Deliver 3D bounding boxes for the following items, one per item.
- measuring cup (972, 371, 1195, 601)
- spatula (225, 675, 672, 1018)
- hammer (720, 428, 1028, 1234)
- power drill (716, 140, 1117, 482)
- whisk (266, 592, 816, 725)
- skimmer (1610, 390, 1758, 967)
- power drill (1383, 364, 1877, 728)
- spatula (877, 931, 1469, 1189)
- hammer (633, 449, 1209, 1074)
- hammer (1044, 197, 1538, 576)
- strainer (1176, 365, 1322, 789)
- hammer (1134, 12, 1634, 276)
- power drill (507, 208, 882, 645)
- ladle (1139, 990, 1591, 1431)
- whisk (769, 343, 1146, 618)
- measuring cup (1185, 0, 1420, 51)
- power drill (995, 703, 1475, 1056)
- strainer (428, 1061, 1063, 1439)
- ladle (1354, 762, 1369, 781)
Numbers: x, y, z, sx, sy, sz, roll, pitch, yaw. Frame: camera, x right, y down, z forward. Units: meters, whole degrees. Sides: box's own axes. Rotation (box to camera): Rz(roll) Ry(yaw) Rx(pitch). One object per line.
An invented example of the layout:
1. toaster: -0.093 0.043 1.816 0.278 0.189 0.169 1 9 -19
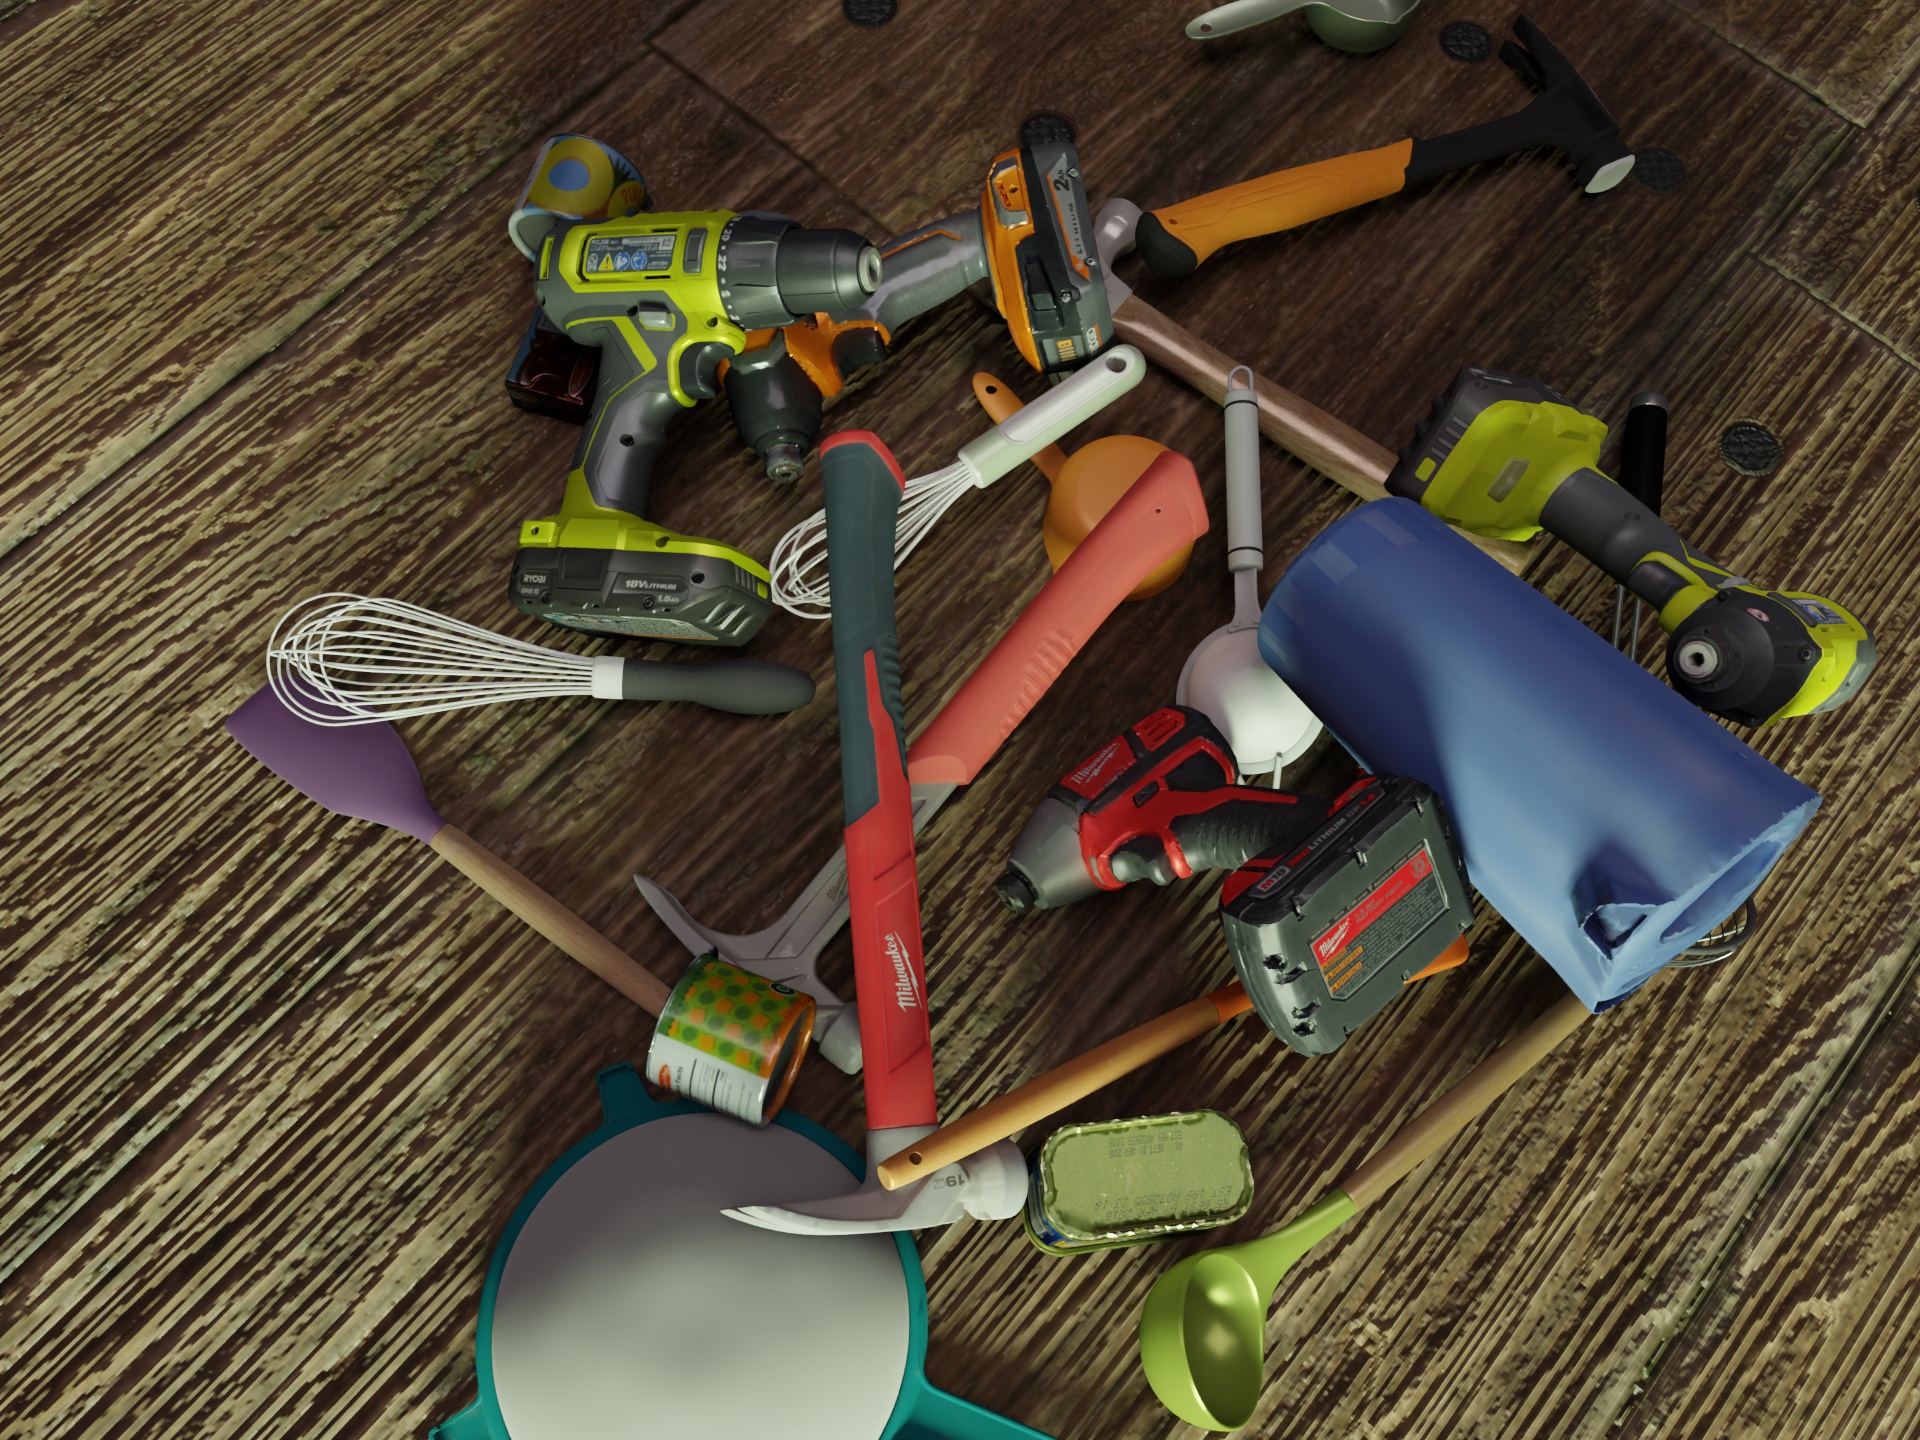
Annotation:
1. measuring cup: 0.066 -0.148 0.904 0.095 0.052 0.174 -37 77 -15
2. spatula: -0.247 0.072 0.821 0.316 0.018 0.060 35 59 10
3. hammer: -0.052 0.040 0.752 0.143 0.038 0.386 6 70 -34
4. power drill: -0.031 -0.227 0.901 0.226 0.084 0.164 -12 70 8
5. whisk: -0.219 -0.024 0.842 0.284 0.070 0.070 4 69 -7
6. skimmer: 0.370 -0.039 0.859 0.127 0.090 0.363 13 69 4
7. power drill: 0.329 -0.084 0.791 0.171 0.080 0.223 -4 42 -46
8. spatula: 0.102 0.142 0.748 0.322 0.041 0.081 -20 67 -29
9. hammer: -0.001 -0.003 0.824 0.149 0.036 0.359 38 82 10
10. hammer: 0.186 -0.178 0.935 0.331 0.031 0.130 35 71 10
11. strainer: 0.154 -0.080 0.868 0.087 0.050 0.259 -8 69 28
12. hammer: 0.253 -0.345 0.983 0.337 0.034 0.127 -22 72 -18
13. power drill: -0.144 -0.160 0.839 0.190 0.080 0.228 4 81 20
14. ladle: 0.214 0.220 0.771 0.320 0.062 0.078 -33 105 -18
15. whisk: -0.001 -0.134 0.874 0.246 0.059 0.058 -34 70 -4
16. measuring cup: 0.222 -0.463 1.044 0.167 0.038 0.083 -20 71 -8
17. power drill: 0.116 0.066 0.753 0.143 0.220 0.078 -36 117 -19
18. strainer: -0.059 0.293 0.705 0.340 0.095 0.211 20 69 6
19. ladle: 0.225 0.003 0.855 0.069 0.031 0.315 14 74 6
